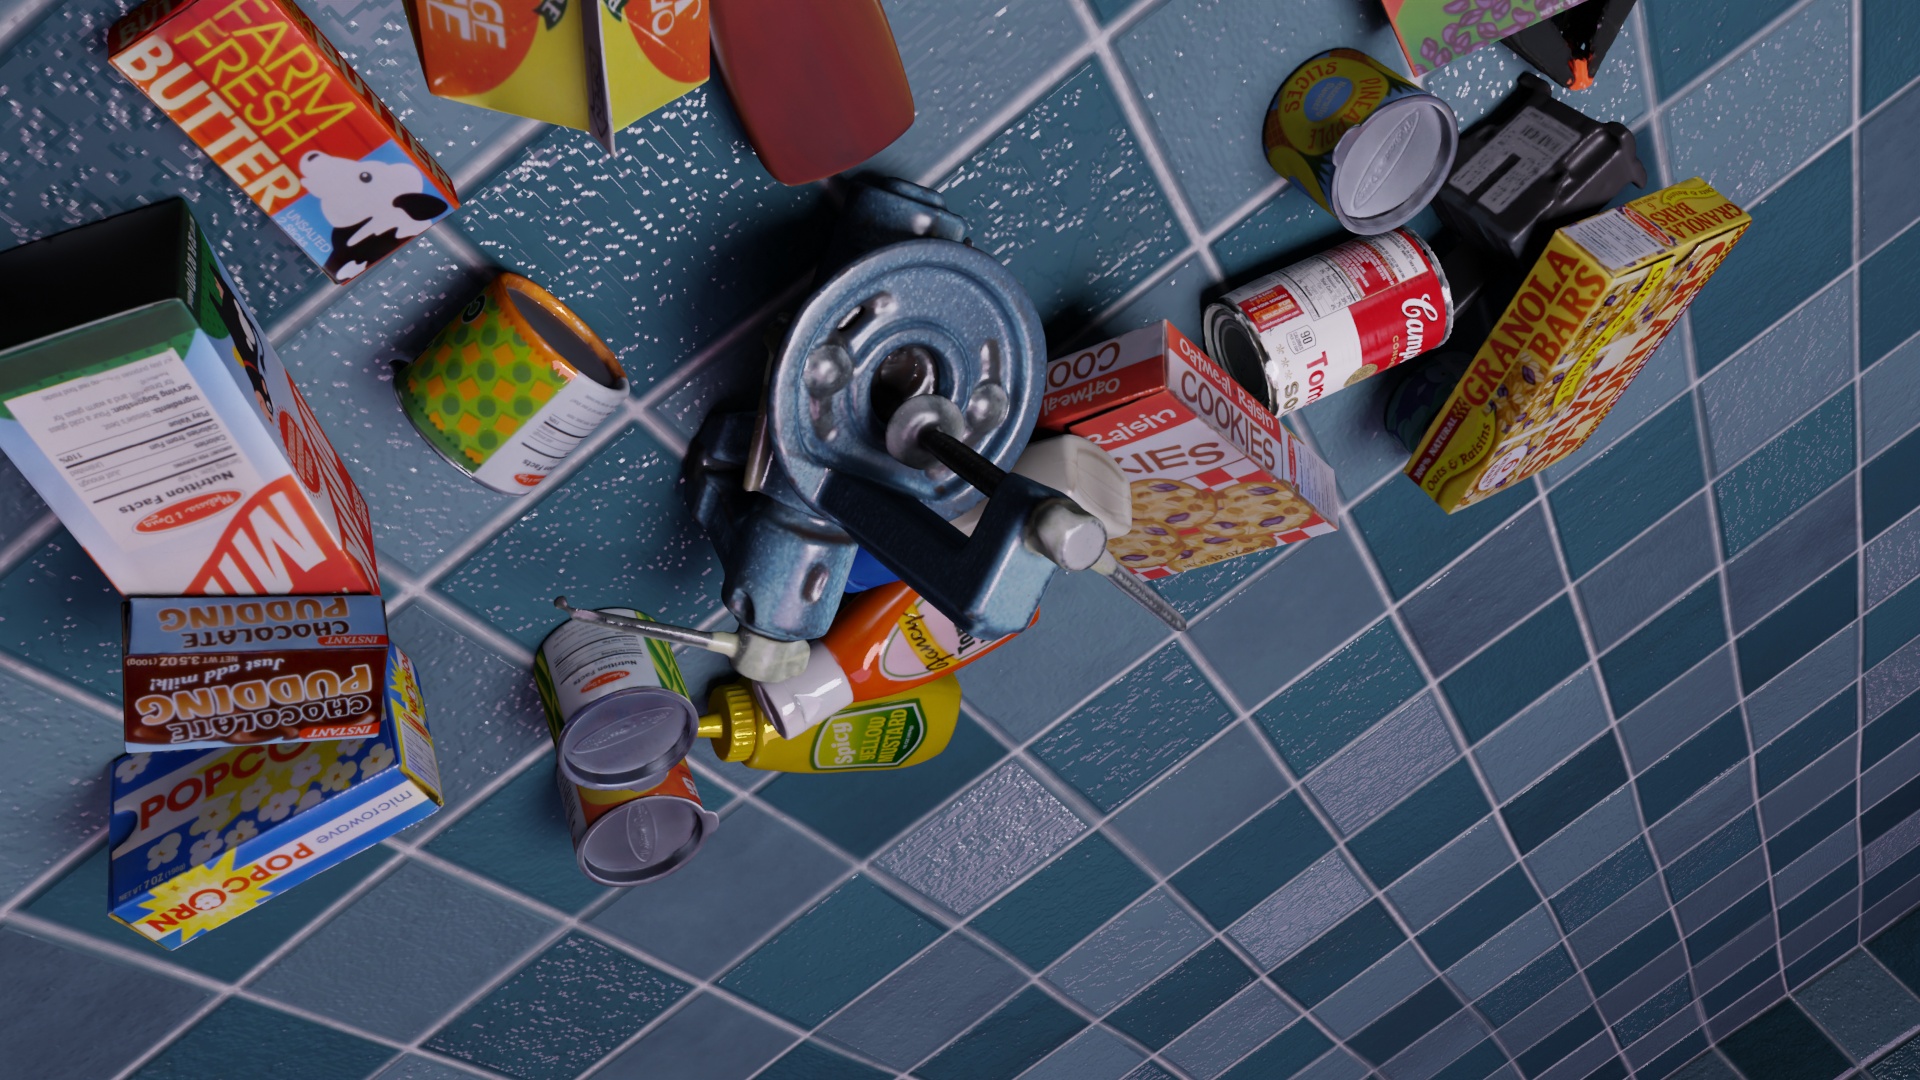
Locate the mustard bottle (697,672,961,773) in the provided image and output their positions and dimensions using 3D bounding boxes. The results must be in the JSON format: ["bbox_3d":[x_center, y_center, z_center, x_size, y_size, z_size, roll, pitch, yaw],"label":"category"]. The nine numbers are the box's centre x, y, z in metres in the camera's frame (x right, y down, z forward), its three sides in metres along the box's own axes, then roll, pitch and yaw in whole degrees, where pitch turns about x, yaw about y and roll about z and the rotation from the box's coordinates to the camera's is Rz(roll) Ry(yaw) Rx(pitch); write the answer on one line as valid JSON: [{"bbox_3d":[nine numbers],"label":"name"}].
[{"bbox_3d":[-0.079,0.093,0.731,0.160,0.049,0.065,-3,124,-28],"label":"mustard bottle"}]

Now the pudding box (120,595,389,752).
[{"bbox_3d":[-0.252,0.047,0.497,0.084,0.030,0.049,1,130,-29],"label":"pudding box"}]

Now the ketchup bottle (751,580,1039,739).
[{"bbox_3d":[-0.033,0.048,0.700,0.149,0.043,0.064,-29,118,-20],"label":"ketchup bottle"}]

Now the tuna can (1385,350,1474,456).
[{"bbox_3d":[0.282,-0.072,0.805,0.071,0.033,0.070,-16,134,-17],"label":"tuna can"}]

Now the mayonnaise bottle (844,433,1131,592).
[{"bbox_3d":[0.002,-0.008,0.645,0.148,0.041,0.064,-16,153,32],"label":"mayonnaise bottle"}]

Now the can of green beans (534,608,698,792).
[{"bbox_3d":[-0.164,0.075,0.659,0.071,0.058,0.071,-16,134,-17],"label":"can of green beans"}]

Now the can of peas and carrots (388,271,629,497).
[{"bbox_3d":[-0.172,-0.062,0.531,0.058,0.071,0.071,-42,136,9],"label":"can of peas and carrots"}]

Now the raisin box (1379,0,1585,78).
[{"bbox_3d":[0.201,-0.260,0.560,0.086,0.040,0.123,-19,138,27],"label":"raisin box"}]

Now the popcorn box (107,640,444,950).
[{"bbox_3d":[-0.291,0.104,0.591,0.127,0.085,0.038,-28,137,-6],"label":"popcorn box"}]

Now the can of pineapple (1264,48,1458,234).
[{"bbox_3d":[0.180,-0.183,0.630,0.071,0.058,0.070,-16,134,-17],"label":"can of pineapple"}]

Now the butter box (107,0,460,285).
[{"bbox_3d":[-0.221,-0.138,0.462,0.053,0.024,0.103,-33,137,1],"label":"butter box"}]

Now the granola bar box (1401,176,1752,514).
[{"bbox_3d":[0.314,-0.097,0.716,0.125,0.039,0.164,-23,149,-30],"label":"granola bar box"}]

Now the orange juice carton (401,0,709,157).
[{"bbox_3d":[-0.115,-0.175,0.368,0.073,0.193,0.071,-11,133,-21],"label":"orange juice carton"}]

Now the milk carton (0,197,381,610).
[{"bbox_3d":[-0.270,-0.017,0.506,0.073,0.072,0.189,-22,135,-11],"label":"milk carton"}]

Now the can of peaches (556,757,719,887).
[{"bbox_3d":[-0.166,0.132,0.710,0.071,0.058,0.070,-16,133,-18],"label":"can of peaches"}]

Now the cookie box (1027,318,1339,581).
[{"bbox_3d":[0.091,-0.035,0.680,0.122,0.040,0.167,-17,148,35],"label":"cookie box"}]

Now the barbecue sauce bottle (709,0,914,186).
[{"bbox_3d":[-0.066,-0.200,0.483,0.065,0.044,0.148,-28,136,-5],"label":"barbecue sauce bottle"}]
